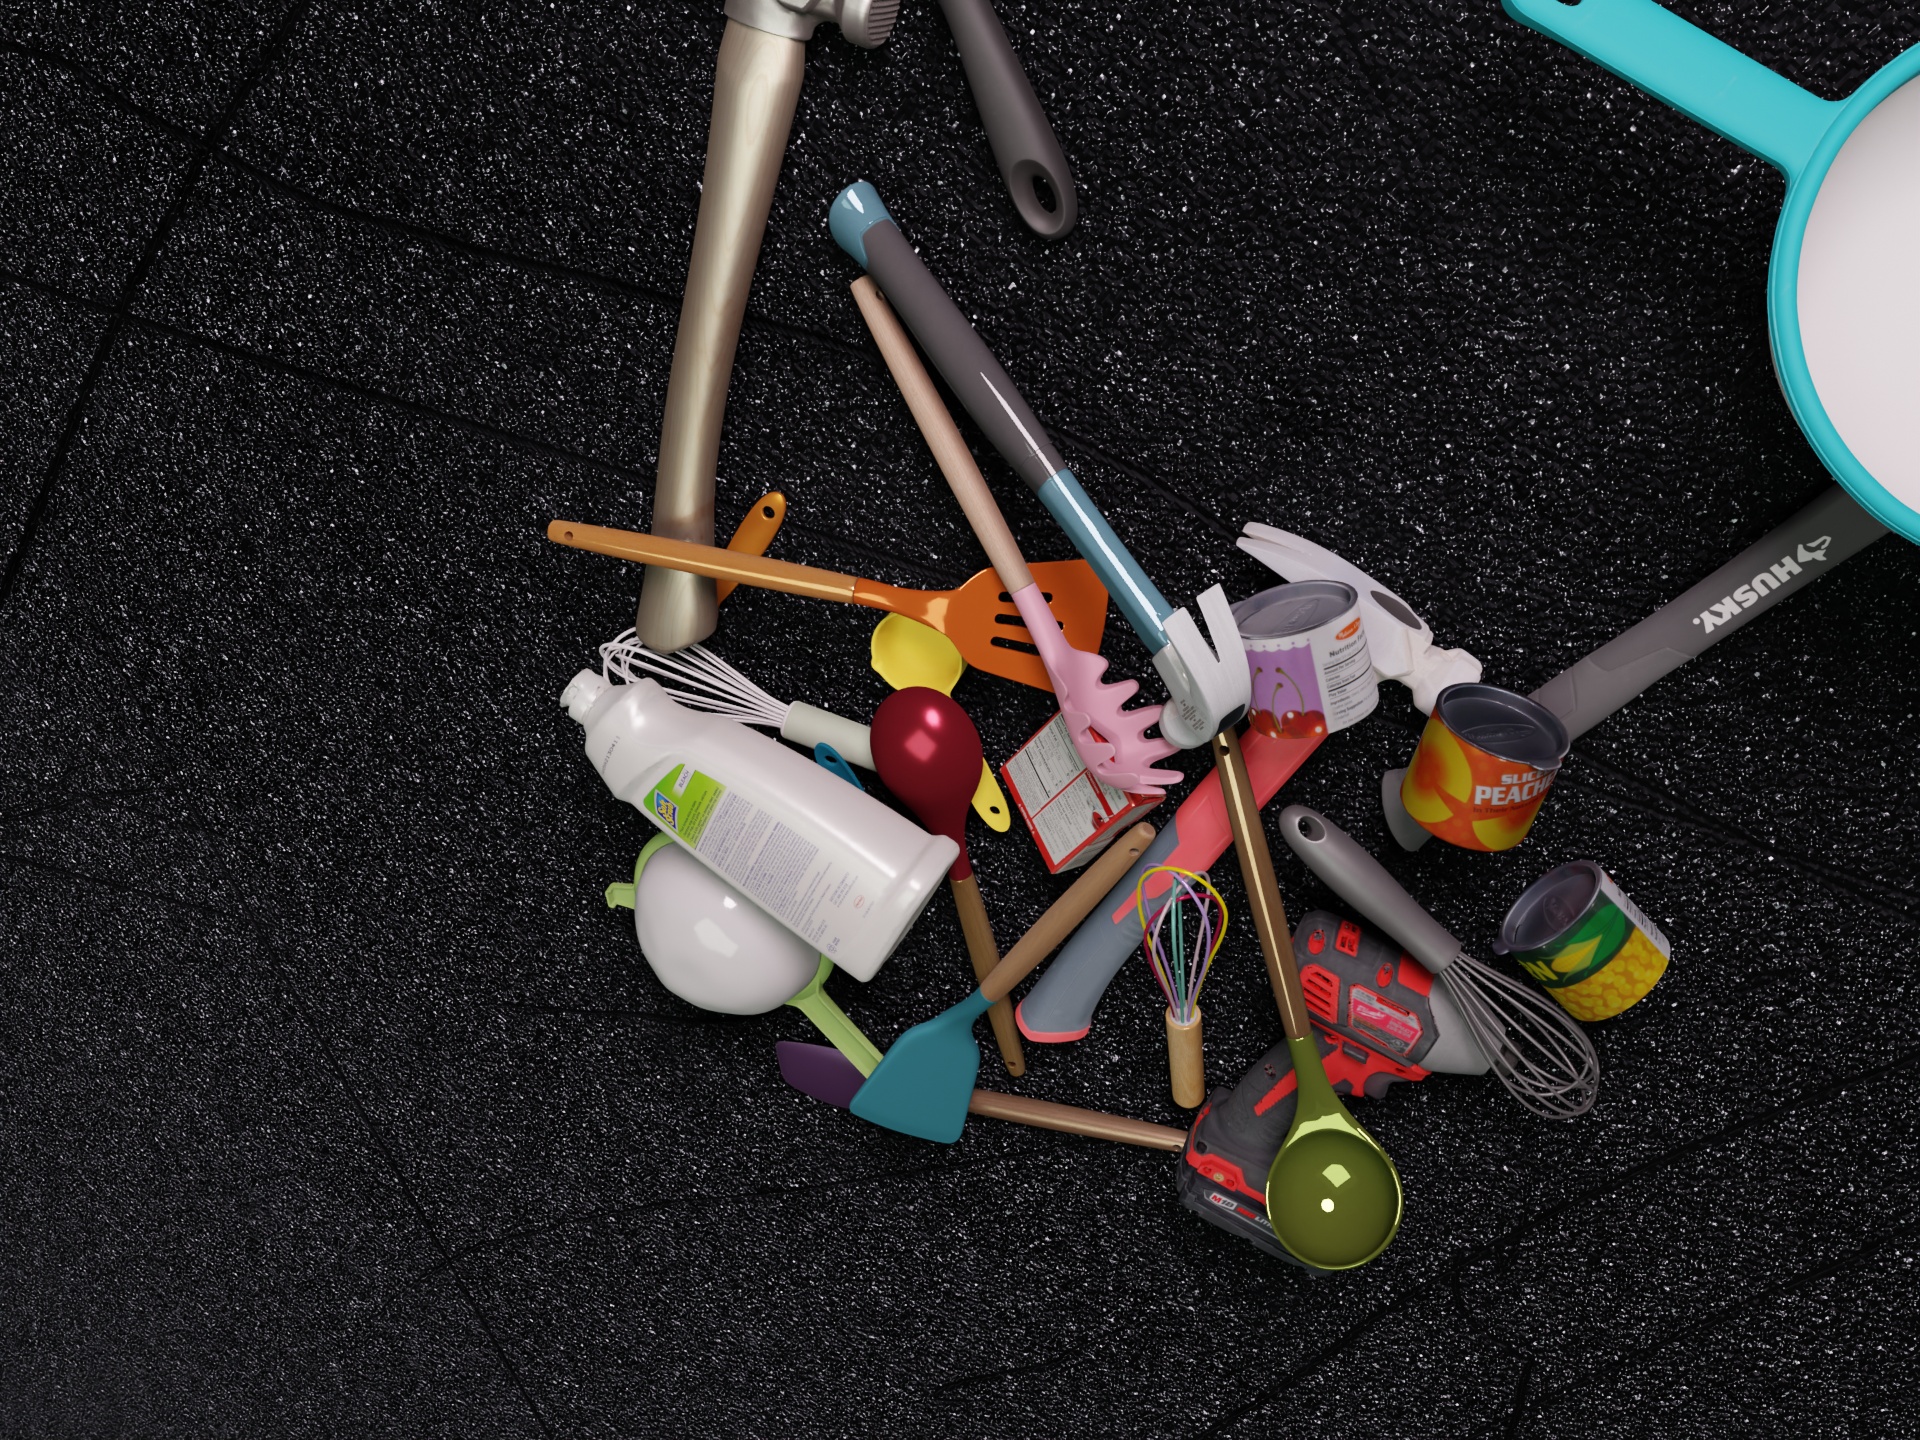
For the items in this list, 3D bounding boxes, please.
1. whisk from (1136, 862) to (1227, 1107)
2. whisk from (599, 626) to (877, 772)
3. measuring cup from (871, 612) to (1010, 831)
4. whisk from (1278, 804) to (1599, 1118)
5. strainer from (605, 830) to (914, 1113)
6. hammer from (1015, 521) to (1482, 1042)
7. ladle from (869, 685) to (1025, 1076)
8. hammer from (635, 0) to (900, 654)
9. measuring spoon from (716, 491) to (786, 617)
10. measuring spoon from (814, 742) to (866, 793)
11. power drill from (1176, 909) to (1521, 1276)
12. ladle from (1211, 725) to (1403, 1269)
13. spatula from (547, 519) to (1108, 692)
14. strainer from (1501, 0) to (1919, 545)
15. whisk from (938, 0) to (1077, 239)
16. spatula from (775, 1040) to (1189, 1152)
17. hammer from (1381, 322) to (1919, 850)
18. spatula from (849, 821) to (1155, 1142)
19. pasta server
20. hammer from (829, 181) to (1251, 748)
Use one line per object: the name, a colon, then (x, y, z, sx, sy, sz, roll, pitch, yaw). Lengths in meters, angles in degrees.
whisk: (0.136, 0.166, 0.951, 0.047, 0.051, 0.244, -8, 136, 3)
whisk: (-0.114, -0.003, 0.995, 0.246, 0.058, 0.059, 20, 159, 8)
measuring cup: (-0.002, -0.003, 0.954, 0.062, 0.029, 0.156, -13, 116, 29)
whisk: (0.261, 0.130, 0.867, 0.239, 0.055, 0.055, 43, 126, -4)
strainer: (-0.127, 0.183, 1.048, 0.256, 0.069, 0.151, 48, 129, -10)
hammer: (0.123, 0.061, 0.930, 0.143, 0.038, 0.386, 36, 126, 2)
ladle: (0.005, 0.115, 1.002, 0.069, 0.031, 0.315, -3, 126, 18)
hammer: (-0.145, -0.218, 0.873, 0.146, 0.038, 0.410, 24, 124, 11)
measuring spoon: (-0.137, -0.096, 0.964, 0.021, 0.011, 0.117, 39, 127, -2)
measuring spoon: (-0.056, 0.054, 0.999, 0.042, 0.021, 0.128, -7, 130, 29)
power drill: (0.230, 0.226, 0.962, 0.143, 0.078, 0.219, 26, 123, 8)
ladle: (0.180, 0.155, 0.879, 0.078, 0.062, 0.320, -11, 103, 22)
spatula: (-0.079, -0.079, 0.901, 0.322, 0.041, 0.081, 12, 106, 10)
strainer: (0.353, -0.192, 0.626, 0.340, 0.095, 0.211, 33, 92, 4)
whisk: (-0.011, -0.359, 0.729, 0.073, 0.073, 0.295, -12, 120, 29)
spatula: (0.013, 0.269, 1.114, 0.316, 0.018, 0.059, 5, 123, 22)
hammer: (0.342, -0.030, 0.783, 0.146, 0.035, 0.334, 44, 126, -5)
spatula: (0.033, 0.165, 0.988, 0.082, 0.044, 0.317, 22, 132, -17)
pasta server: (0.026, -0.098, 0.849, 0.040, 0.060, 0.316, -26, 94, 40)
hammer: (0.038, -0.131, 0.802, 0.331, 0.033, 0.128, 54, 171, 5)
